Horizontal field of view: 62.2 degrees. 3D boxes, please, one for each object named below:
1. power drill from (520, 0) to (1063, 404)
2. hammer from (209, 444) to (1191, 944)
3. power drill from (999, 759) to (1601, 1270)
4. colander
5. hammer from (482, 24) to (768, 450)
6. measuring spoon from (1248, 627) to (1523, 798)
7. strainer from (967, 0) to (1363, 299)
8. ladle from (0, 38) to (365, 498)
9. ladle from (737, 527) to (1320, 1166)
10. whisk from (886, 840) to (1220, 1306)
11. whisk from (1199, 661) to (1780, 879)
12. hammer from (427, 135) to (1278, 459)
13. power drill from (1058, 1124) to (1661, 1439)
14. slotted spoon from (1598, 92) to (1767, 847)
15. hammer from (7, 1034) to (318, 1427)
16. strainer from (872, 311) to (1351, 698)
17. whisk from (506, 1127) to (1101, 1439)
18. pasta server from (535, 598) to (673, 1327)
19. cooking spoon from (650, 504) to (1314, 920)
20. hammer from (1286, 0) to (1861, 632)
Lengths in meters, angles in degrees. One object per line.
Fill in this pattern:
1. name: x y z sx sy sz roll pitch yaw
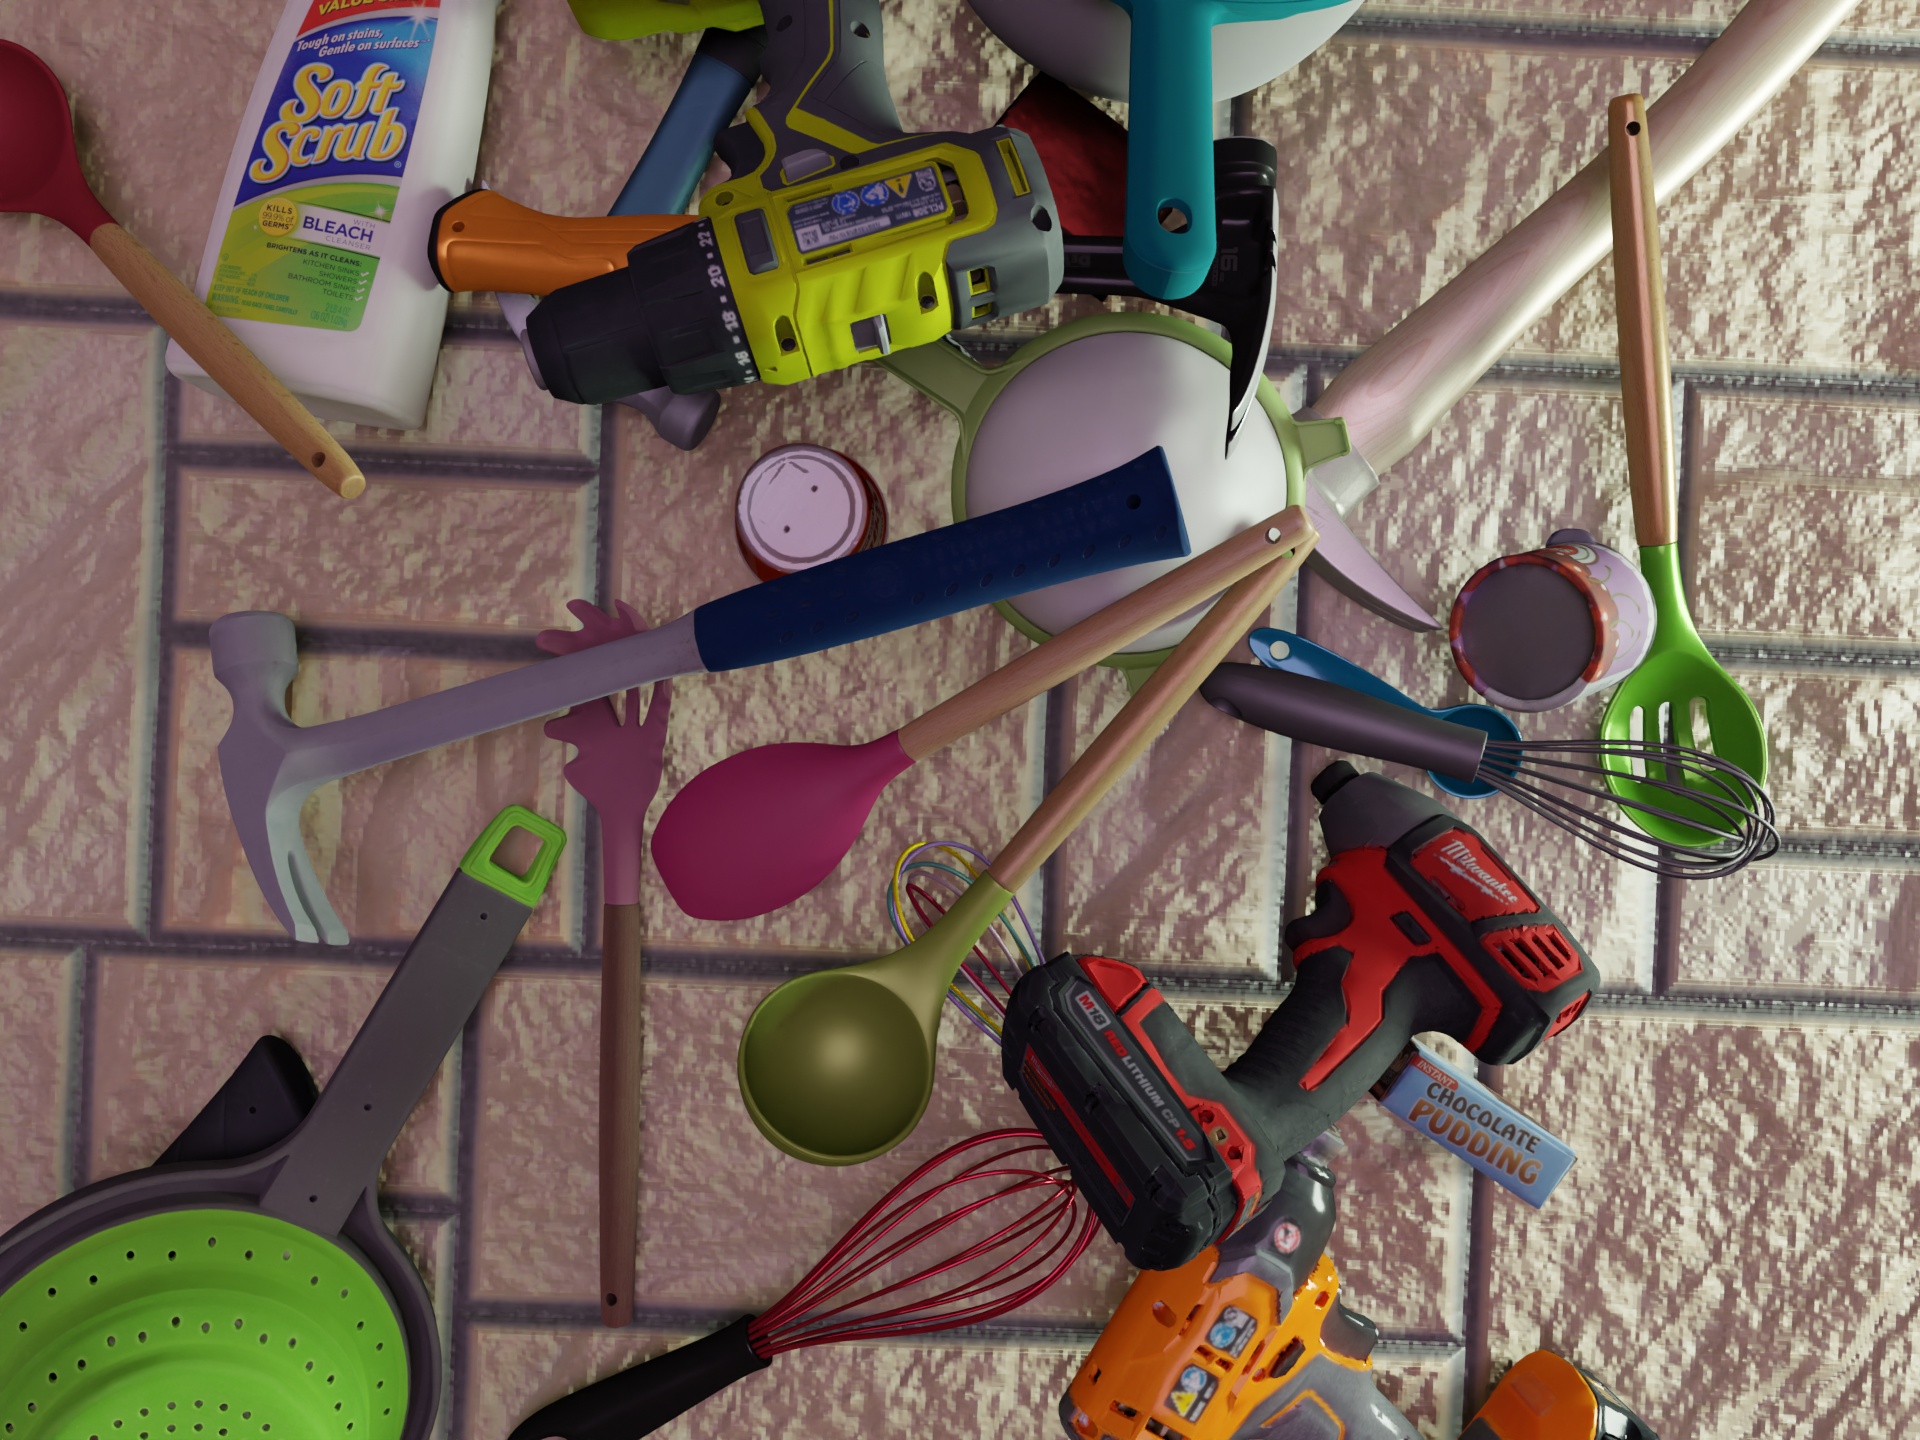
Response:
1. power drill: -0.083 -0.228 0.591 0.190 0.080 0.229 -17 71 -1
2. hammer: -0.110 -0.023 0.626 0.405 0.035 0.144 -15 77 11
3. power drill: 0.131 0.106 0.637 0.219 0.078 0.143 -26 61 -20
4. colander: -0.266 0.216 0.632 0.204 0.094 0.397 33 82 -23
5. hammer: -0.094 -0.290 0.683 0.128 0.033 0.331 28 90 -2
6. measuring spoon: 0.185 -0.009 0.701 0.128 0.021 0.042 29 105 8
7. strainer: 0.071 -0.262 0.605 0.211 0.095 0.341 8 59 -6
8. ladle: -0.325 -0.179 0.630 0.316 0.031 0.069 41 99 23
9. ladle: 0.032 0.044 0.623 0.078 0.062 0.320 41 93 8
10. whisk: 0.043 0.157 0.686 0.051 0.047 0.245 -33 95 16
11. whisk: 0.214 0.015 0.662 0.239 0.055 0.055 17 91 15
12. hammer: -0.047 -0.174 0.625 0.337 0.034 0.127 4 71 7
13. power drill: 0.175 0.275 0.660 0.226 0.084 0.164 32 90 -7
14. slotted spoon: 0.294 -0.101 0.671 0.070 0.031 0.313 -8 100 5
15. hammer: -0.426 0.297 0.685 0.149 0.036 0.409 42 90 0
16. strainer: 0.021 -0.117 0.647 0.256 0.069 0.151 33 110 -1
17. whisk: -0.070 0.256 0.680 0.296 0.073 0.073 -29 91 6
18. pasta server: -0.150 0.107 0.685 0.060 0.040 0.316 2 92 14
19. cooking spoon: -0.001 -0.002 0.646 0.319 0.017 0.069 -30 87 20
20. hammer: 0.289 -0.221 0.687 0.410 0.038 0.146 -44 93 0
